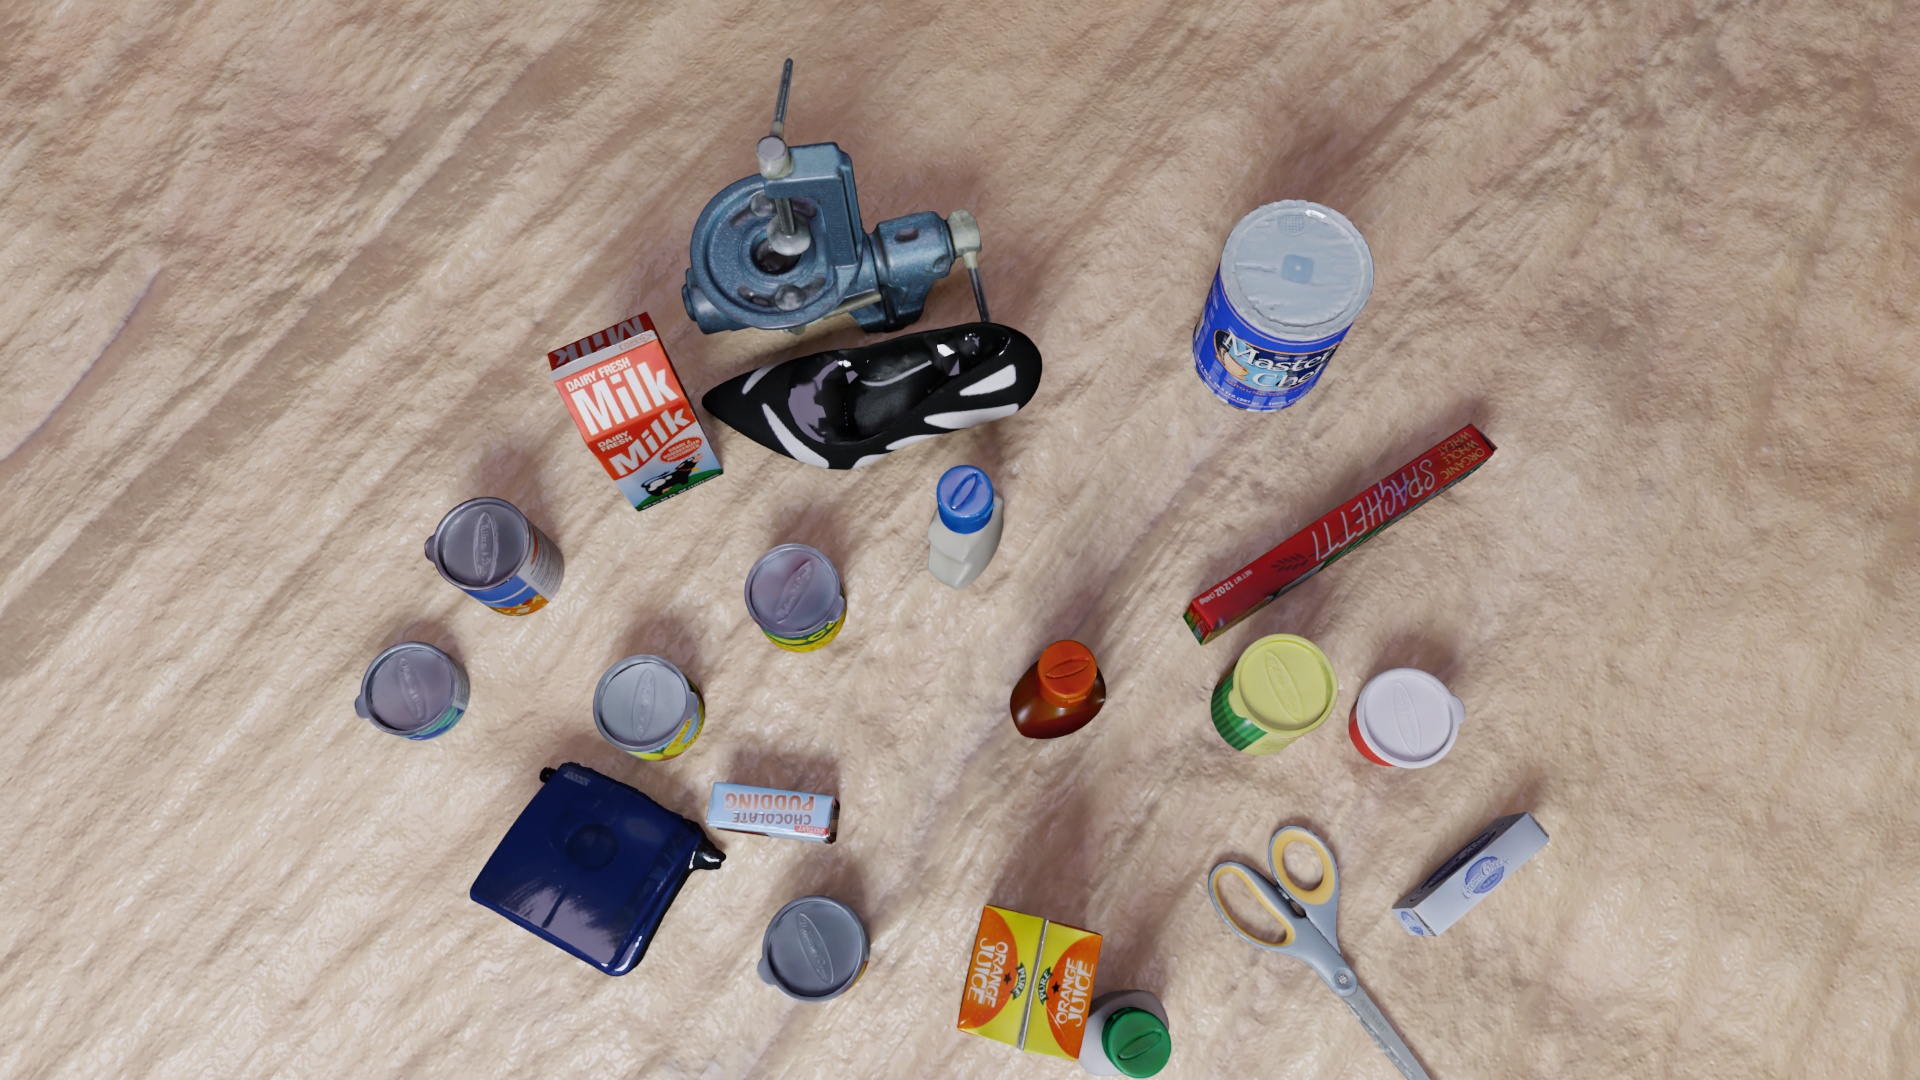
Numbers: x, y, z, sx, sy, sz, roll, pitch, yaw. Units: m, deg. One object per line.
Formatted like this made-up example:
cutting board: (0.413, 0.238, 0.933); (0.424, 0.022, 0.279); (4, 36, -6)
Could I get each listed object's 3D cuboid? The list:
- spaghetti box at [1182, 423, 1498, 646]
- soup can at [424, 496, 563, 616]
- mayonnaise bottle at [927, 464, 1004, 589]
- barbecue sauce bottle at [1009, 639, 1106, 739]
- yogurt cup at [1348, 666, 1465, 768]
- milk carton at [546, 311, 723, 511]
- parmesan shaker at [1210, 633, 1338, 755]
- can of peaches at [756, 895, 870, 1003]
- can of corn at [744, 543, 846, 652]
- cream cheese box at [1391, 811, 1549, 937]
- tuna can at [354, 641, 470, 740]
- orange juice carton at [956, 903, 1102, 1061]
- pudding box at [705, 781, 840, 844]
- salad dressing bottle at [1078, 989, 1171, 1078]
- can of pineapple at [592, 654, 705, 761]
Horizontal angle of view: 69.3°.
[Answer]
spaghetti box: (0.270, -0.005, 0.991); (0.250, 0.050, 0.029); (-31, 76, -8)
soup can: (-0.324, 0.013, 0.972); (0.071, 0.083, 0.071); (0, 74, 0)
mayonnaise bottle: (0.003, -0.012, 0.944); (0.041, 0.147, 0.065); (32, 77, 9)
barbecue sauce bottle: (0.066, 0.098, 0.911); (0.065, 0.148, 0.044); (-17, 75, -4)
yogurt cup: (0.299, 0.124, 0.950); (0.072, 0.053, 0.072); (0, 74, 0)
milk carton: (-0.222, -0.091, 0.947); (0.072, 0.190, 0.073); (-25, 75, -6)
parmesan shaker: (0.205, 0.106, 0.931); (0.071, 0.103, 0.071); (0, 74, 1)
can of peaches: (-0.095, 0.268, 0.909); (0.071, 0.058, 0.071); (0, 74, 0)
can of corn: (-0.112, 0.043, 0.975); (0.071, 0.058, 0.071); (0, 74, 0)
cream cheese box: (0.337, 0.222, 0.921); (0.104, 0.053, 0.024); (-36, 77, -10)
tuna can: (-0.383, 0.107, 0.971); (0.071, 0.032, 0.071); (0, 74, 0)
orange juice carton: (0.041, 0.265, 0.839); (0.073, 0.192, 0.072); (13, 75, 4)
pudding box: (-0.126, 0.184, 0.938); (0.084, 0.049, 0.030); (6, 74, 2)
salad dressing bottle: (0.101, 0.303, 0.850); (0.064, 0.147, 0.044); (-27, 76, -7)
can of pineapple: (-0.211, 0.117, 0.954); (0.071, 0.057, 0.071); (0, 74, 0)
